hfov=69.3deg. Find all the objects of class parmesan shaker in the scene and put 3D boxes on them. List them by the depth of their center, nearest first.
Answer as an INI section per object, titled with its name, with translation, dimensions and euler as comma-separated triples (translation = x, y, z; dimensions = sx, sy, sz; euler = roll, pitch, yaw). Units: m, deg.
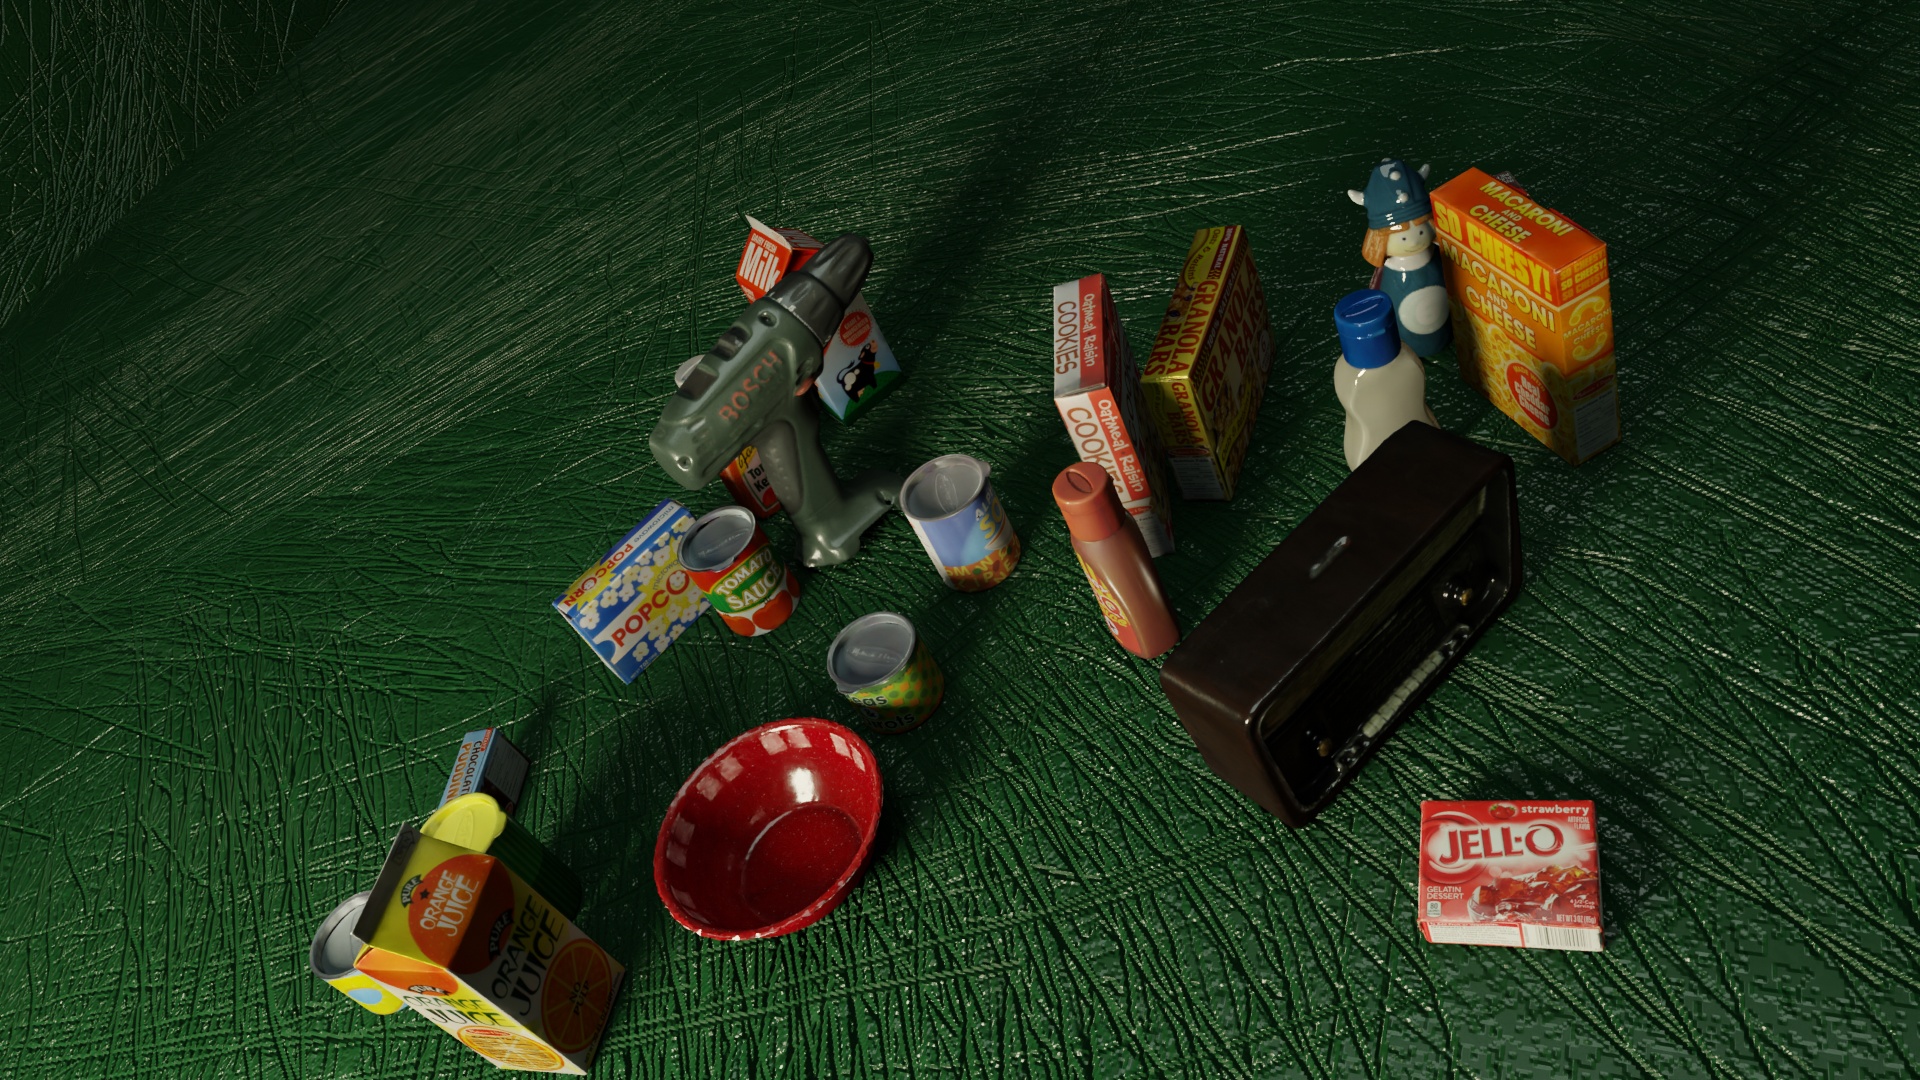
[parmesan shaker]
translation = -0.310, 0.226, 0.942
dimensions = 0.071, 0.102, 0.072
euler = -15, 43, 15

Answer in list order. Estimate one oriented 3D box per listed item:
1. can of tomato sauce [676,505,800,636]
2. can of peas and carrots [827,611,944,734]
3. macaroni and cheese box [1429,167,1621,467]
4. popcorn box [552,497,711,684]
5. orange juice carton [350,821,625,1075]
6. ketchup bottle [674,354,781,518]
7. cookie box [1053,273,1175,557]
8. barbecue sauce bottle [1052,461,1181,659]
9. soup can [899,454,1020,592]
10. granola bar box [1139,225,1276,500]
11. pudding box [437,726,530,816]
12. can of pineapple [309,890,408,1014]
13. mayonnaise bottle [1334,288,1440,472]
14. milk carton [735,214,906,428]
[can of tomato sauce]
translation = -0.170, 0.026, 1.081
dimensions = 0.071, 0.082, 0.071
euler = -15, 43, 15
[can of peas and carrots]
translation = -0.052, 0.095, 0.968
dimensions = 0.071, 0.058, 0.071
euler = -15, 43, 15
[macaroni and cheese box]
translation = 0.368, -0.146, 0.903
dimensions = 0.040, 0.165, 0.124
euler = -30, 42, -2
[popcorn box]
translation = -0.249, 0.040, 1.107
dimensions = 0.038, 0.085, 0.127
euler = 26, 64, 43
[orange juice carton]
translation = -0.292, 0.250, 0.841
dimensions = 0.073, 0.192, 0.072
euler = -6, 46, 23
[ketchup bottle]
translation = -0.186, -0.088, 1.152
dimensions = 0.043, 0.148, 0.065
euler = 21, 61, 40
[cookie box]
translation = 0.109, -0.085, 0.979
dimensions = 0.040, 0.166, 0.123
euler = -14, 44, 16
[barbecue sauce bottle]
translation = 0.100, 0.011, 0.903
dimensions = 0.044, 0.148, 0.065
euler = -34, 42, -6
[soup can]
translation = 0.004, -0.013, 1.026
dimensions = 0.071, 0.083, 0.072
euler = -15, 43, 15
[granola bar box]
translation = 0.186, -0.130, 1.015
dimensions = 0.039, 0.123, 0.166
euler = 1, 49, 29
[pudding box]
translation = -0.359, 0.188, 1.045
dimensions = 0.030, 0.049, 0.084
euler = -13, 44, 17
[can of pineapple]
translation = -0.404, 0.286, 0.966
dimensions = 0.071, 0.057, 0.071
euler = -15, 43, 15
[mayonnaise bottle]
translation = 0.278, -0.099, 0.918
dimensions = 0.065, 0.147, 0.041
euler = -24, 42, 6
[milk carton]
translation = -0.127, -0.196, 1.196
dimensions = 0.073, 0.189, 0.072
euler = -40, 43, -13
